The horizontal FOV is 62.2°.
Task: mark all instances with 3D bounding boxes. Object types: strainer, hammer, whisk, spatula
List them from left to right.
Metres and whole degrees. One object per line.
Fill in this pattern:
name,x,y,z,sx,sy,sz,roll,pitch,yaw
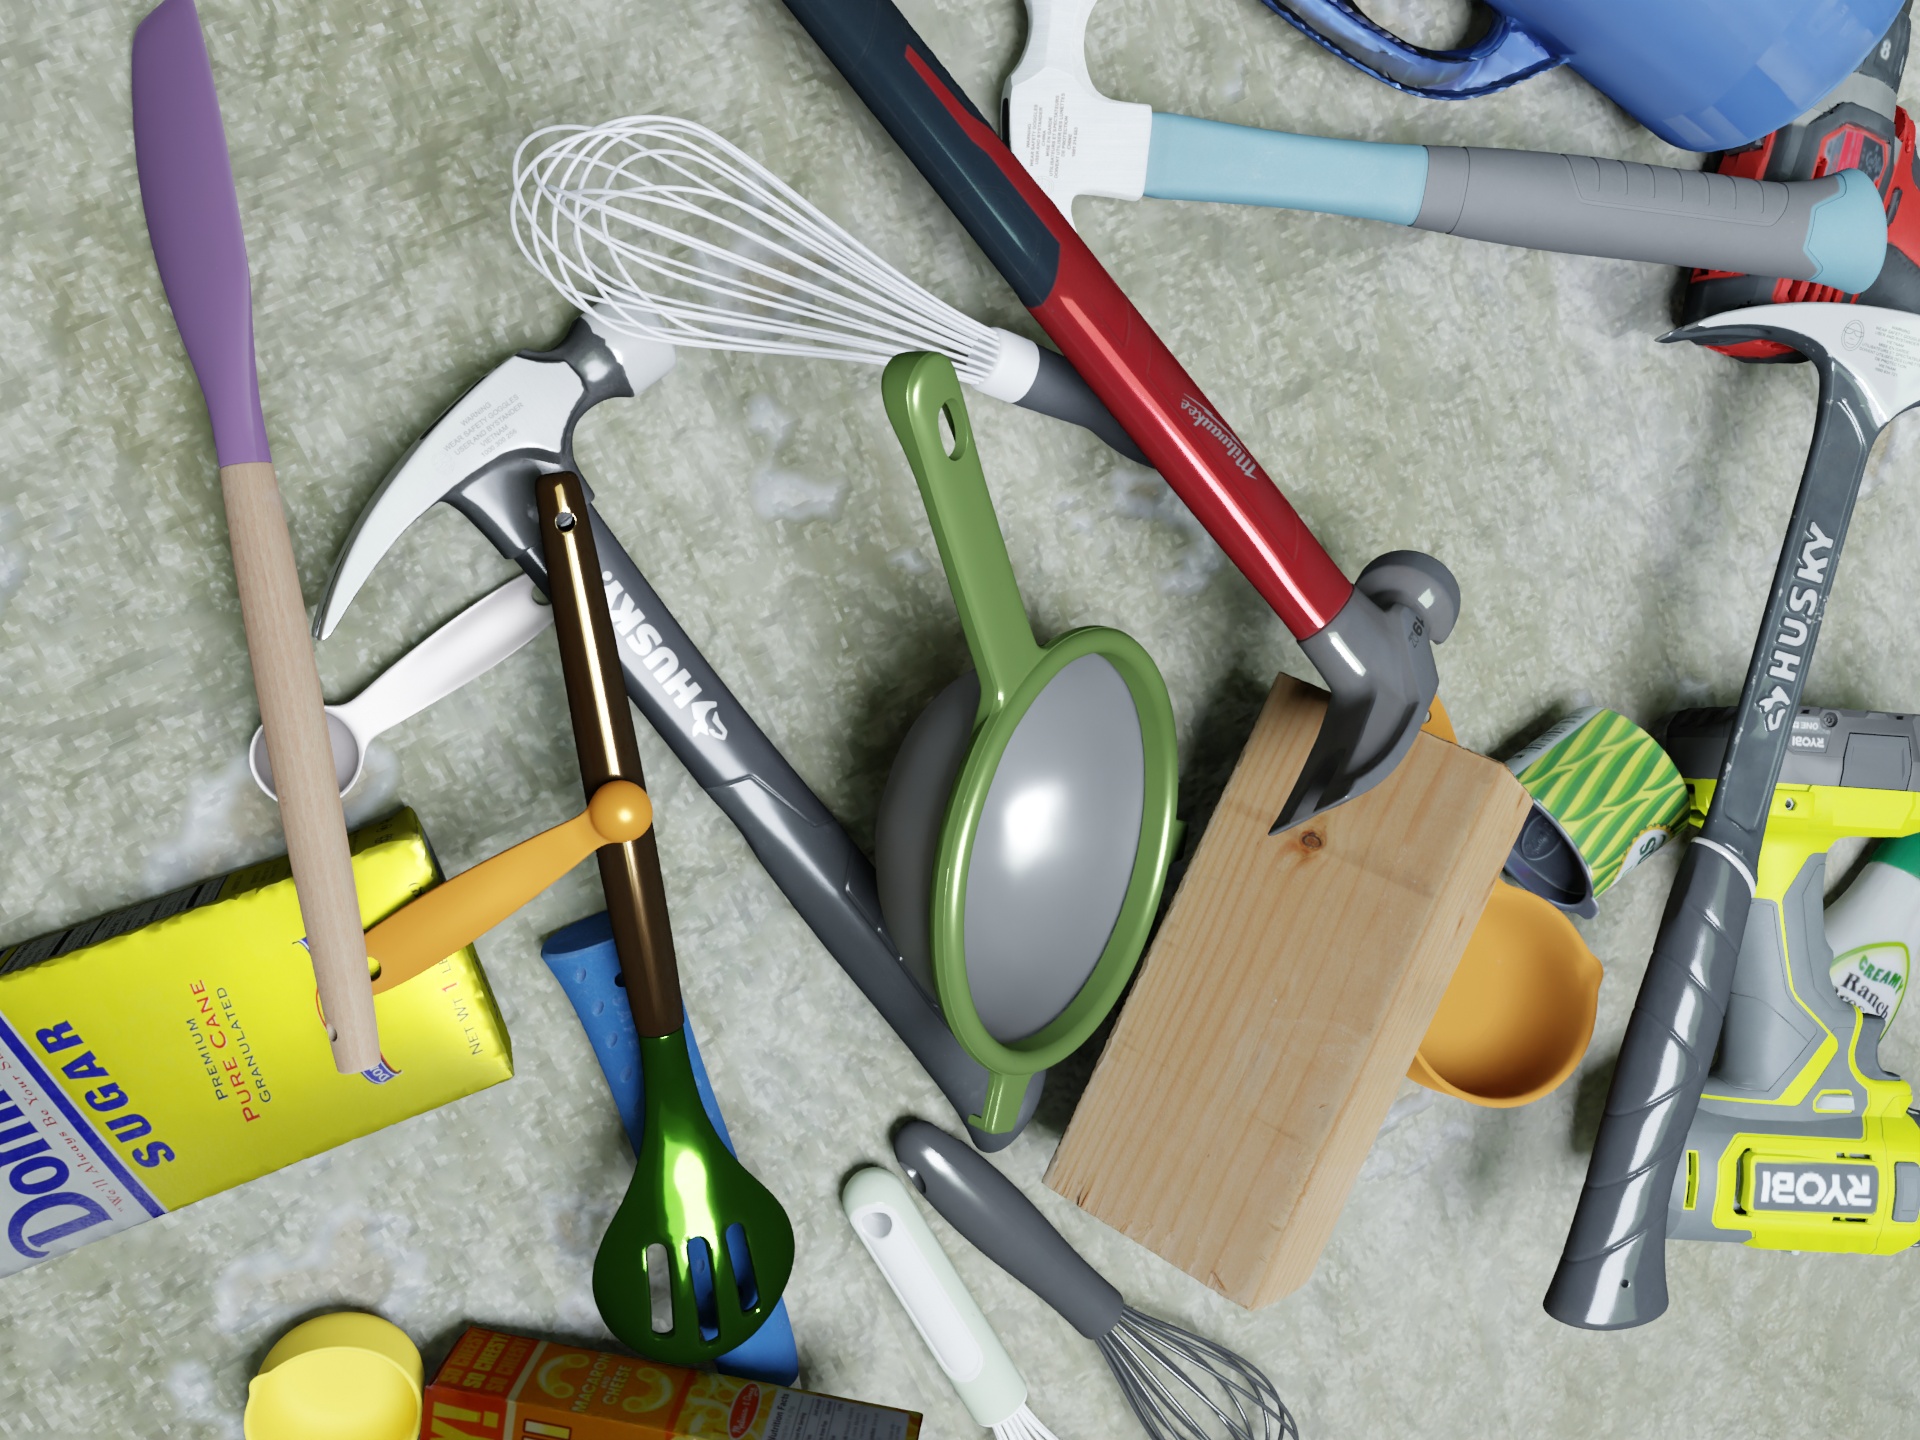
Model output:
spatula,-0.208,-0.050,0.472,0.018,0.060,0.316,-14,96,-47
hammer,-0.073,0.030,0.556,0.146,0.035,0.334,-42,111,-17
hammer,-0.065,0.258,0.602,0.144,0.035,0.405,-20,105,-15
whisk,-0.012,-0.130,0.530,0.284,0.070,0.070,13,95,-34
strainer,-0.001,-0.002,0.508,0.151,0.069,0.256,-51,138,-36
whisk,0.019,0.277,0.631,0.058,0.059,0.246,-25,104,15
hammer,0.020,-0.141,0.501,0.386,0.038,0.143,49,42,-8
whisk,0.057,0.239,0.637,0.055,0.055,0.238,-46,107,-7
hammer,0.178,-0.193,0.574,0.331,0.033,0.128,4,106,-7
hammer,0.295,0.036,0.612,0.149,0.036,0.409,16,89,-6

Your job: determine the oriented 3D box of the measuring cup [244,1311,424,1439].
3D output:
measuring cup,-0.244,0.269,0.553,0.062,0.029,0.156,37,98,-21

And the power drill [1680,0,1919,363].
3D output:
power drill,0.421,-0.223,0.671,0.226,0.080,0.188,14,94,-18

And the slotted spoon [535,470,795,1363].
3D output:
slotted spoon,-0.104,0.077,0.516,0.070,0.031,0.313,-11,105,-17

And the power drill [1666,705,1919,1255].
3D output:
power drill,0.381,0.112,0.677,0.190,0.080,0.228,4,89,-5

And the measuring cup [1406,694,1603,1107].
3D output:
measuring cup,0.200,0.071,0.660,0.095,0.052,0.174,-12,85,-13

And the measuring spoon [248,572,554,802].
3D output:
measuring spoon,-0.179,-0.016,0.530,0.124,0.018,0.034,-38,110,-17

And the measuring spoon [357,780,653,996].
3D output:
measuring spoon,-0.146,0.054,0.488,0.117,0.011,0.021,-32,101,2
